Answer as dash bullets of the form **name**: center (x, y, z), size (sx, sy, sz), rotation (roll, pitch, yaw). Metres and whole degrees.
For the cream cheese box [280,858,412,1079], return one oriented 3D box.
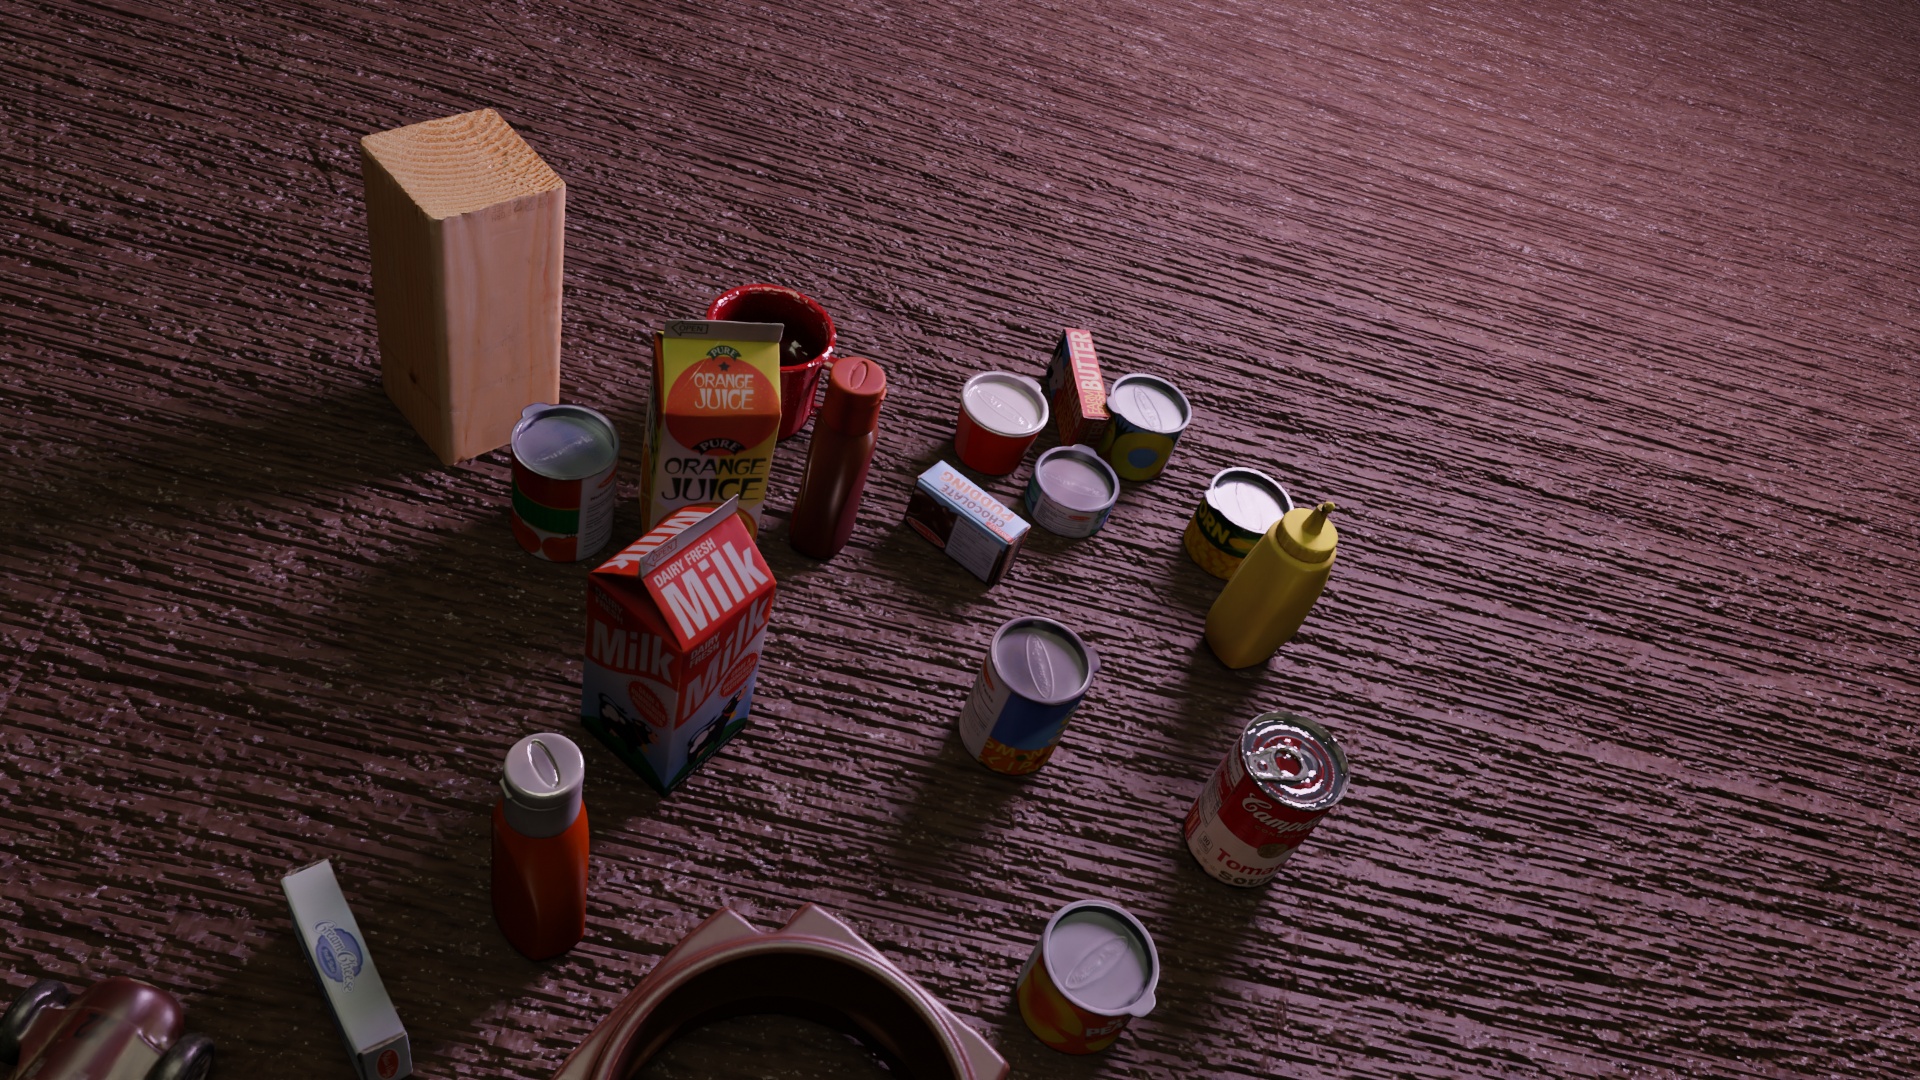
- **cream cheese box**: center (-0.301, 0.213, 0.679), size (0.024, 0.053, 0.104), rotation (-21, 59, -32)

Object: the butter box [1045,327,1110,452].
- **butter box**: center (0.093, -0.116, 1.104), size (0.024, 0.052, 0.104), rotation (5, 48, -14)

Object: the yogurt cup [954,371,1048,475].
- **yogurt cup**: center (0.027, -0.087, 1.056), size (0.072, 0.053, 0.073), rotation (9, 47, -10)

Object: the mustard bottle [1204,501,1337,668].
- **mustard bottle**: center (0.219, 0.024, 0.946), size (0.065, 0.159, 0.049), rotation (-19, 58, -31)

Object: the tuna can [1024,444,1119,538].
- **tuna can**: center (0.084, -0.038, 1.045), size (0.071, 0.032, 0.071), rotation (9, 47, -10)

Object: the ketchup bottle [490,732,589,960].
- **ketchup bottle**: center (-0.211, 0.152, 0.698), size (0.044, 0.148, 0.065), rotation (-19, 58, -31)

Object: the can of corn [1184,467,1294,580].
- **can of corn**: center (0.206, -0.012, 1.044), size (0.071, 0.058, 0.071), rotation (9, 47, -10)

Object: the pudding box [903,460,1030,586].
- **pudding box**: center (0.004, -0.012, 0.984), size (0.084, 0.049, 0.030), rotation (36, 48, 15)

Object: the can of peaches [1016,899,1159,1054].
- **can of peaches**: center (0.071, 0.244, 0.769), size (0.071, 0.057, 0.071), rotation (9, 47, -10)

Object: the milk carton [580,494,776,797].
- **milk carton**: center (-0.159, 0.053, 0.775), size (0.073, 0.189, 0.073), rotation (37, 49, 15)

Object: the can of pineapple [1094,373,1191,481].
- **can of pineapple**: center (0.139, -0.089, 1.092), size (0.071, 0.057, 0.071), rotation (9, 47, -10)

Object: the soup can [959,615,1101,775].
- **soup can**: center (0.043, 0.099, 0.874), size (0.071, 0.083, 0.072), rotation (9, 47, -10)

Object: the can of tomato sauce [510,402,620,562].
- **can of tomato sauce**: center (-0.258, -0.037, 0.898), size (0.071, 0.082, 0.071), rotation (9, 47, -10)

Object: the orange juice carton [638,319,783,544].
- **orange juice carton**: center (-0.160, -0.067, 0.881), size (0.072, 0.191, 0.073), rotation (0, 50, -18)

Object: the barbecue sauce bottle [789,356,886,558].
- **barbecue sauce bottle**: center (-0.081, -0.057, 0.928), size (0.044, 0.147, 0.065), rotation (18, 46, -2)
